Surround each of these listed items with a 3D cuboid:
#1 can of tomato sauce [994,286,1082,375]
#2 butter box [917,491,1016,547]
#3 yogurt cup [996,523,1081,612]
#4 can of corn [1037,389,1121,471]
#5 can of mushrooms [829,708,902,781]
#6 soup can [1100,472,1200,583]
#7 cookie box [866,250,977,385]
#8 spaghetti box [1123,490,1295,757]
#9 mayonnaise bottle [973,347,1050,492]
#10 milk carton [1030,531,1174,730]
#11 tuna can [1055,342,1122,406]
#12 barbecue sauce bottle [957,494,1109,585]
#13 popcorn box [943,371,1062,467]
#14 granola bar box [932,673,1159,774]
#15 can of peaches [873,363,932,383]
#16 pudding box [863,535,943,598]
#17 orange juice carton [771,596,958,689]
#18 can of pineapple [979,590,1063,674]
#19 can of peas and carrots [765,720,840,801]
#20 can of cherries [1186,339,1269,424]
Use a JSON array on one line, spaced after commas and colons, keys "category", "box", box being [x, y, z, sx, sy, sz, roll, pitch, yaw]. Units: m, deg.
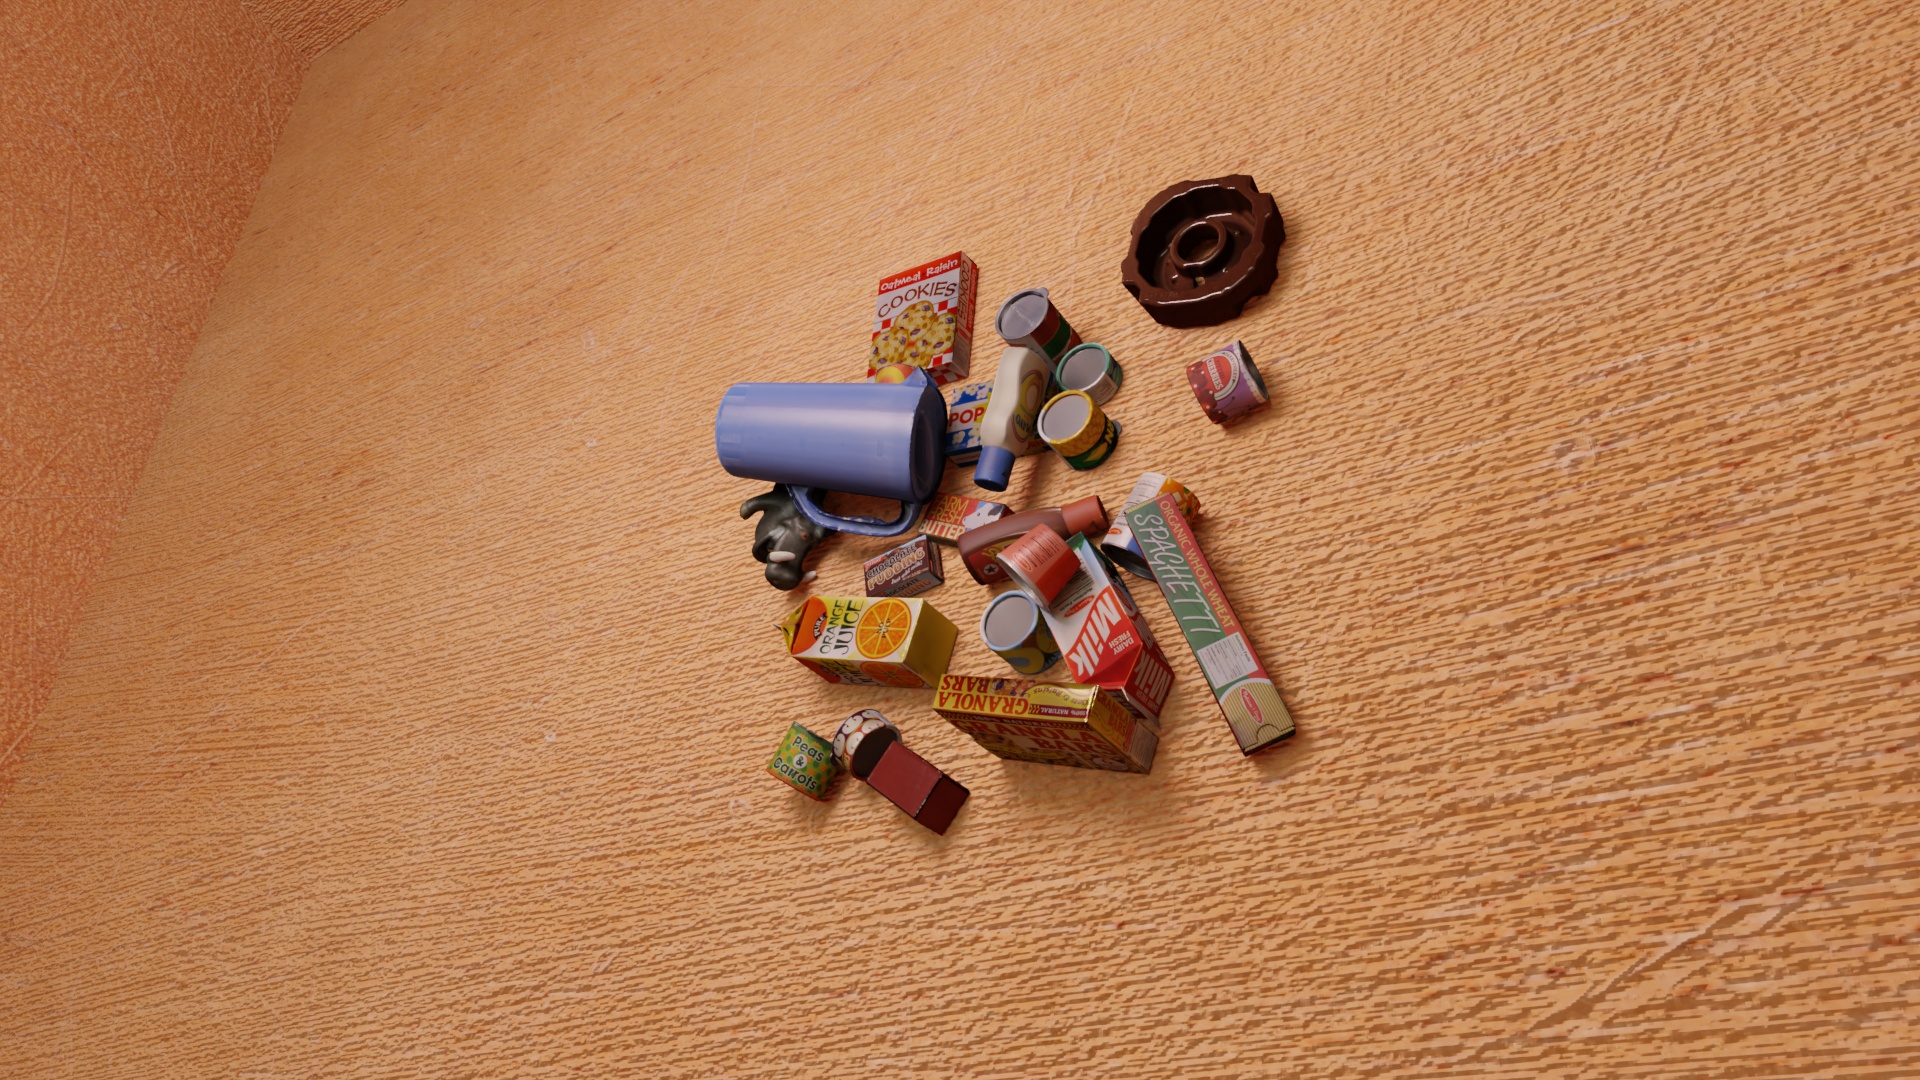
[{"category": "can of tomato sauce", "box": [0.088, -0.227, 1.523, 0.071, 0.083, 0.071, -18, 53, 26]}, {"category": "butter box", "box": [0.005, -0.019, 1.489, 0.103, 0.024, 0.053, 12, 71, 40]}, {"category": "yogurt cup", "box": [0.074, 0.021, 1.287, 0.054, 0.072, 0.072, -43, 46, -6]}, {"category": "can of corn", "box": [0.124, -0.116, 1.443, 0.071, 0.058, 0.071, -18, 53, 26]}, {"category": "can of mushrooms", "box": [-0.094, 0.206, 1.385, 0.033, 0.071, 0.071, 32, 83, 42]}, {"category": "soup can", "box": [0.184, -0.012, 1.329, 0.071, 0.071, 0.084, 19, 72, 42]}, {"category": "cookie box", "box": [-0.045, -0.257, 1.670, 0.123, 0.040, 0.168, -13, 56, 29]}, {"category": "spaghetti box", "box": [0.218, 0.069, 1.228, 0.050, 0.028, 0.251, -25, 63, 2]}, {"category": "mayonnaise bottle", "box": [0.051, -0.124, 1.447, 0.041, 0.064, 0.148, 6, 71, 34]}, {"category": "milk carton", "box": [0.134, 0.091, 1.292, 0.073, 0.072, 0.191, -36, 46, 12]}, {"category": "tuna can", "box": [0.137, -0.179, 1.492, 0.071, 0.032, 0.071, -18, 54, 26]}, {"category": "barbecue sauce bottle", "box": [0.075, -0.005, 1.406, 0.148, 0.064, 0.044, -21, 46, 13]}, {"category": "popcorn box", "box": [0.047, -0.134, 1.524, 0.126, 0.038, 0.085, -9, 58, 31]}, {"category": "granola bar box", "box": [0.076, 0.166, 1.250, 0.165, 0.124, 0.039, 0, 61, 36]}, {"category": "can of peaches", "box": [-0.068, -0.163, 1.606, 0.071, 0.071, 0.058, -12, 56, 30]}, {"category": "pudding box", "box": [-0.062, 0.034, 1.499, 0.083, 0.030, 0.050, -24, 50, 21]}, {"category": "orange juice carton", "box": [-0.106, 0.106, 1.456, 0.192, 0.071, 0.073, -1, 62, 35]}, {"category": "can of pineapple", "box": [0.062, 0.089, 1.355, 0.071, 0.057, 0.071, -18, 53, 26]}, {"category": "can of peas and carrots", "box": [-0.157, 0.225, 1.416, 0.071, 0.071, 0.059, 21, 77, 42]}, {"category": "can of cherries", "box": [0.260, -0.155, 1.361, 0.058, 0.071, 0.072, -26, 50, 21]}]
